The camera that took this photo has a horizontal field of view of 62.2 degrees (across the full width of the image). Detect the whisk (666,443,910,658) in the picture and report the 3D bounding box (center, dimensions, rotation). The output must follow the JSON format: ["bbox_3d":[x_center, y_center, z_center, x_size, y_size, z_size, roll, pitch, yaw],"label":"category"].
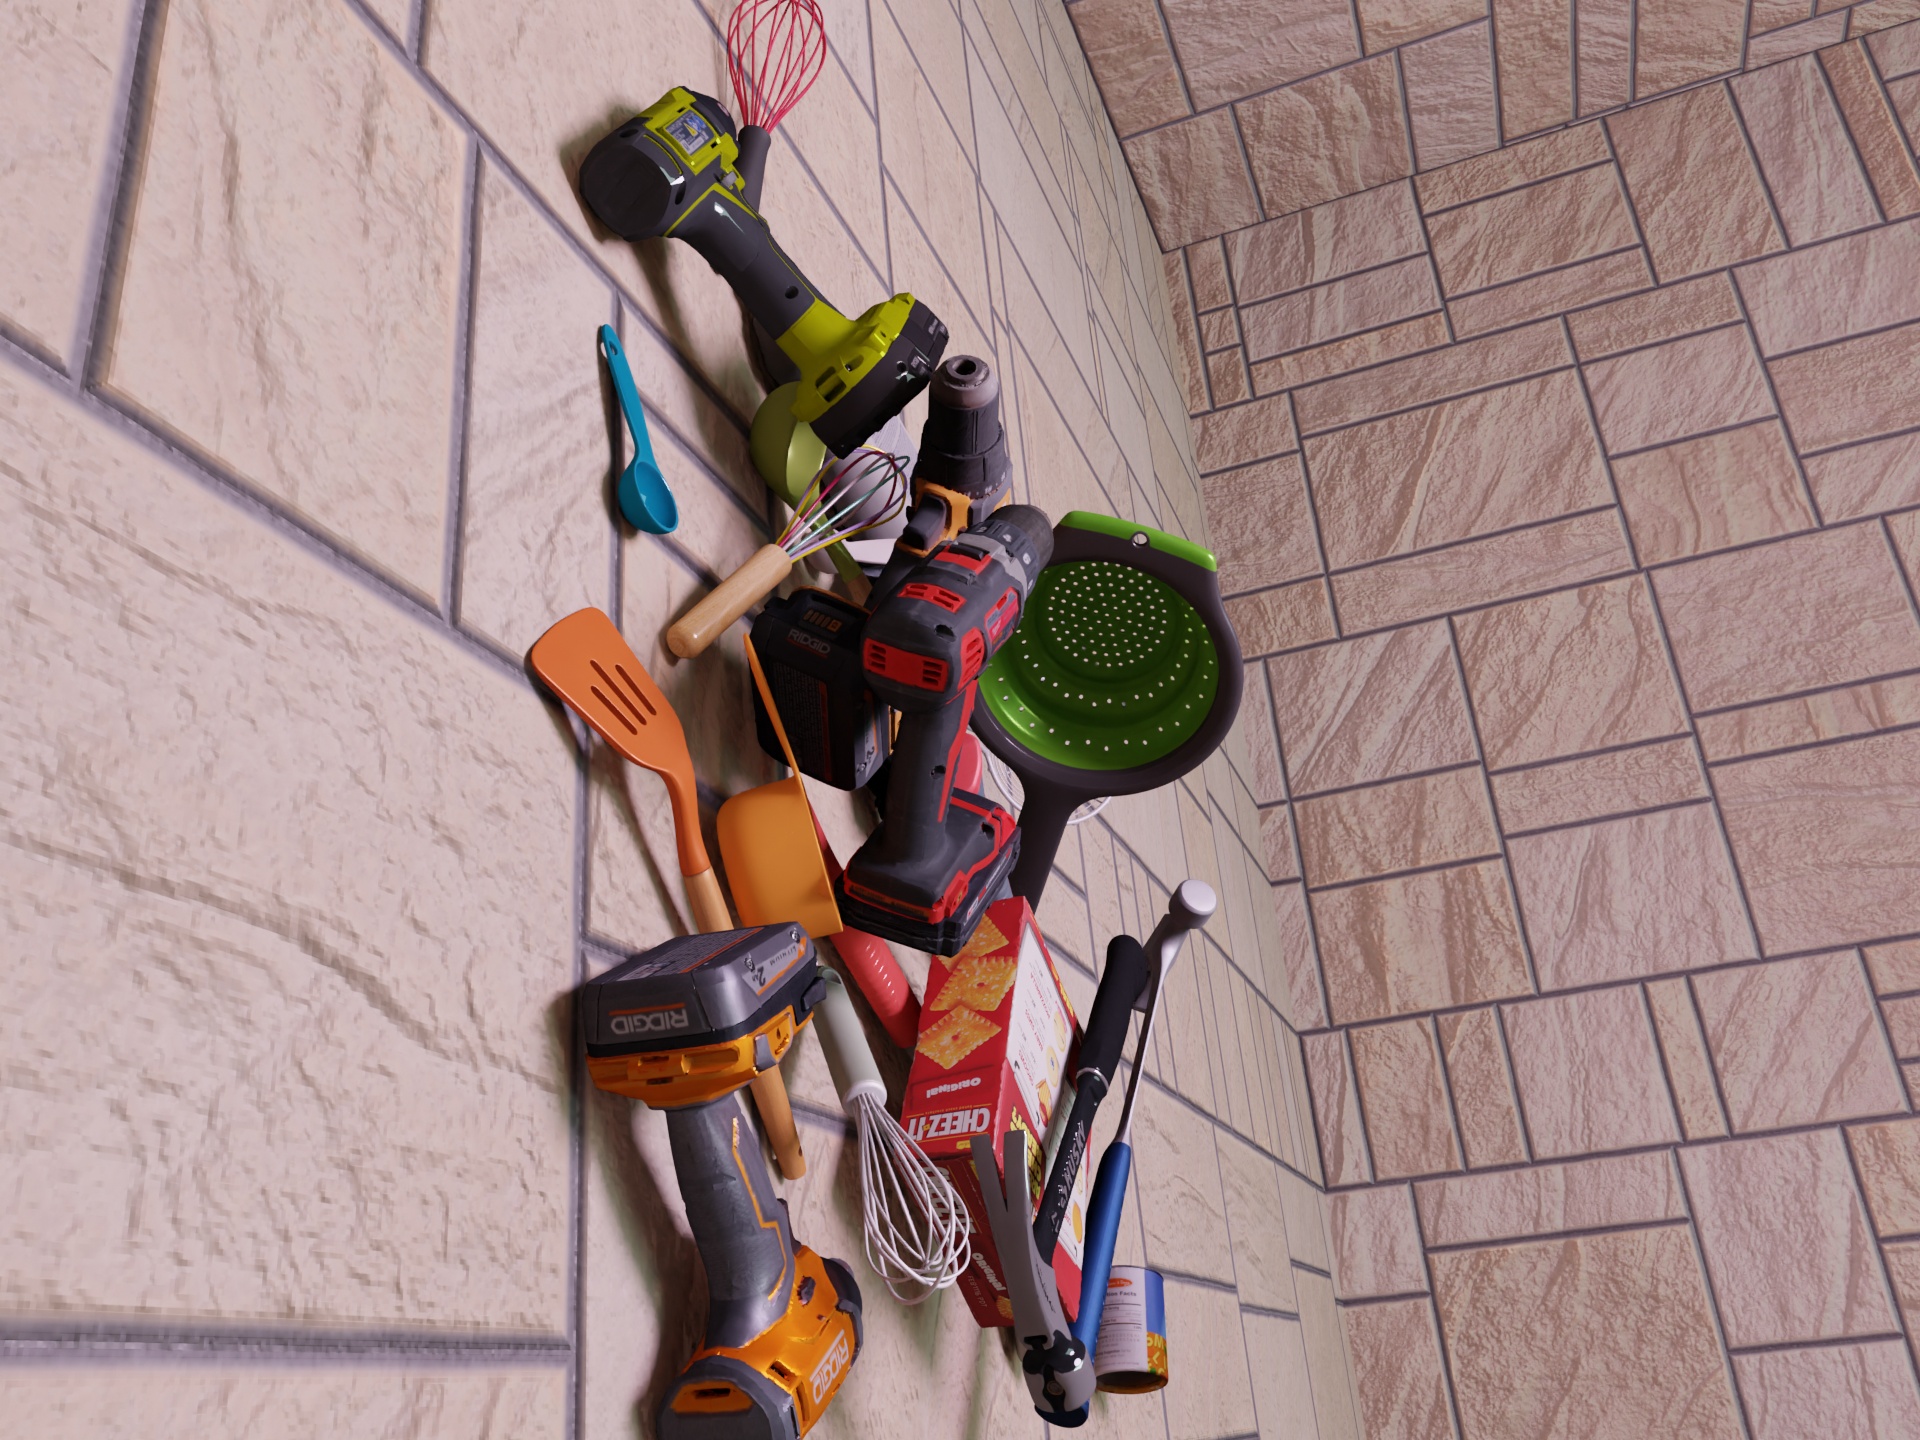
[{"bbox_3d":[-0.095,-0.103,0.944,0.245,0.051,0.047,-50,132,-46],"label":"whisk"}]

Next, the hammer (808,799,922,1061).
[{"bbox_3d":[-0.041,0.174,1.024,0.149,0.037,0.358,-83,154,-49],"label":"hammer"}]

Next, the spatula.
[{"bbox_3d":[-0.135,0.098,0.805,0.081,0.041,0.322,-64,142,-66],"label":"spatula"}]

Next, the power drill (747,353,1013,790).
[{"bbox_3d":[-0.036,-0.093,0.945,0.226,0.084,0.185,-56,162,-33],"label":"power drill"}]

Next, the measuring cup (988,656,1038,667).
[{"bbox_3d":[0.023,-0.057,1.341,0.167,0.038,0.083,22,47,-53],"label":"measuring cup"}]

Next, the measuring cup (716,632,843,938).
[{"bbox_3d":[-0.109,0.040,0.836,0.095,0.052,0.173,-118,-169,-68],"label":"measuring cup"}]

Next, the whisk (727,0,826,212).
[{"bbox_3d":[-0.142,-0.422,1.118,0.073,0.073,0.296,55,34,-51],"label":"whisk"}]

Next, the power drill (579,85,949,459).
[{"bbox_3d":[-0.113,-0.281,0.967,0.223,0.080,0.171,45,29,-18],"label":"power drill"}]

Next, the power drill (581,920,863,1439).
[{"bbox_3d":[-0.097,0.215,0.743,0.164,0.084,0.226,-18,98,-76],"label":"power drill"}]

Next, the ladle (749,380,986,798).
[{"bbox_3d":[-0.049,-0.078,1.070,0.320,0.062,0.078,61,29,-17],"label":"ladle"}]

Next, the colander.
[{"bbox_3d":[0.080,0.011,1.178,0.095,0.204,0.396,-70,177,-56],"label":"colander"}]

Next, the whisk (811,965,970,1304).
[{"bbox_3d":[-0.048,0.205,0.833,0.057,0.059,0.247,25,16,-28],"label":"whisk"}]

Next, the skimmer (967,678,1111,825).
[{"bbox_3d":[0.021,0.000,1.211,0.363,0.090,0.127,25,62,-62],"label":"skimmer"}]

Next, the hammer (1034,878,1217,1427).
[{"bbox_3d":[0.114,0.301,1.135,0.406,0.035,0.144,-68,-179,-45],"label":"hammer"}]

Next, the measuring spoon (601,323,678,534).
[{"bbox_3d":[-0.183,-0.156,0.860,0.042,0.021,0.129,27,43,-68],"label":"measuring spoon"}]

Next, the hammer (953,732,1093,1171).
[{"bbox_3d":[0.036,0.160,1.165,0.143,0.038,0.385,-99,175,-56],"label":"hammer"}]

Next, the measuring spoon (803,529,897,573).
[{"bbox_3d":[-0.054,-0.122,1.119,0.124,0.018,0.034,-5,71,-37],"label":"measuring spoon"}]

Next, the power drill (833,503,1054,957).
[{"bbox_3d":[-0.001,-0.003,0.897,0.188,0.080,0.226,-52,153,-53],"label":"power drill"}]

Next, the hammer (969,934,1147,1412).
[{"bbox_3d":[0.077,0.232,0.997,0.409,0.036,0.149,-53,129,-68],"label":"hammer"}]
